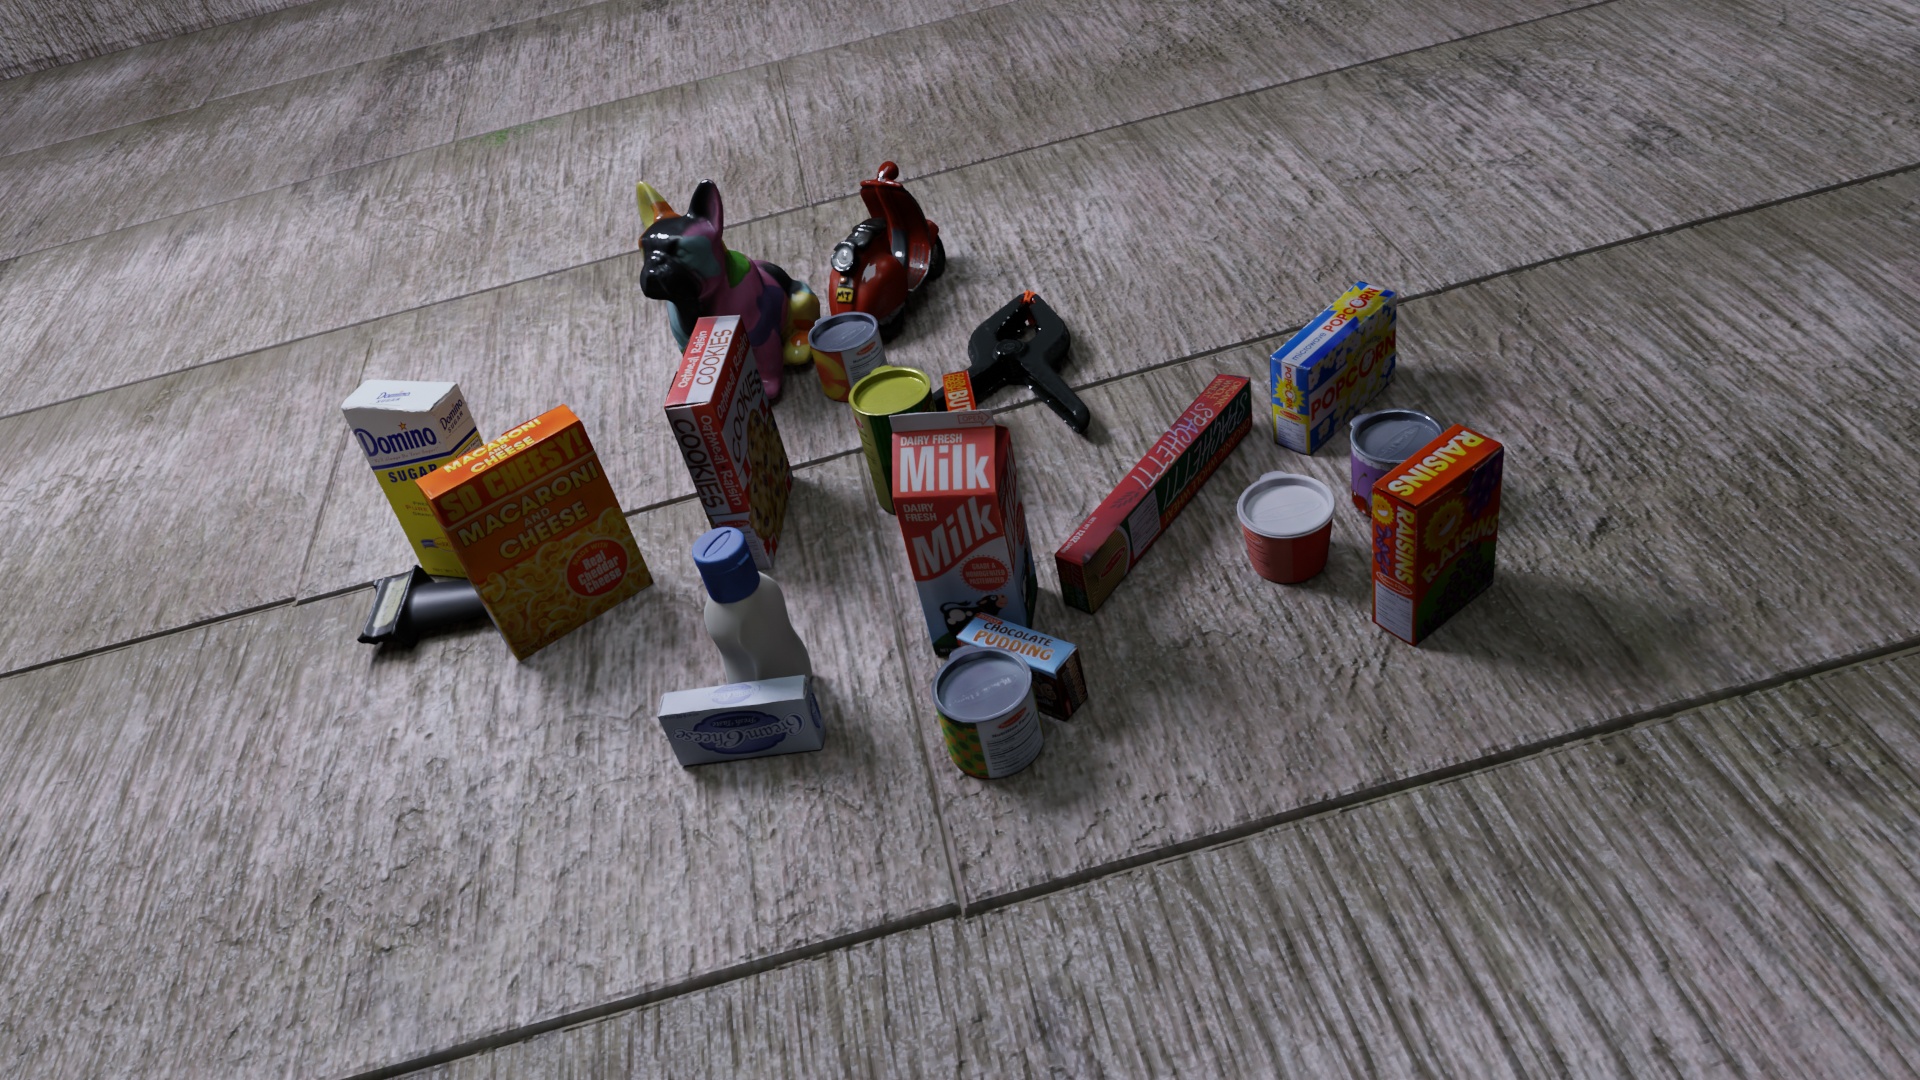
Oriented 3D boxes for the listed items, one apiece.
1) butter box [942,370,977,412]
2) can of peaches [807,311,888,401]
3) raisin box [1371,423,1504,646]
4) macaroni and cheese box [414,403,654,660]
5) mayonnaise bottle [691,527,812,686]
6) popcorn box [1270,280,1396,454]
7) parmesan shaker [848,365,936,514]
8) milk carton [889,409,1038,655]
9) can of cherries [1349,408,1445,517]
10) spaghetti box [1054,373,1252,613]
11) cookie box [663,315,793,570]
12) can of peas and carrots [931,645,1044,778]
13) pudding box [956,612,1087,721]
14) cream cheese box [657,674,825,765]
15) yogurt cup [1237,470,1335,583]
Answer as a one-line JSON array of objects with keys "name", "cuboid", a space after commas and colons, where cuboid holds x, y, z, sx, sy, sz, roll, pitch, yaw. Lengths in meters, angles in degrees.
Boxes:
[{"name": "butter box", "cuboid": [0.005, -0.094, 1.167, 0.024, 0.052, 0.104, -12, 39, 2]}, {"name": "can of peaches", "cuboid": [-0.104, -0.171, 1.287, 0.071, 0.057, 0.071, -8, 39, 7]}, {"name": "raisin box", "cuboid": [0.312, -0.003, 0.913, 0.086, 0.122, 0.040, -32, 42, -21]}, {"name": "macaroni and cheese box", "cuboid": [-0.323, -0.005, 1.067, 0.124, 0.165, 0.040, -33, 43, -22]}, {"name": "mayonnaise bottle", "cuboid": [-0.145, 0.057, 0.955, 0.041, 0.147, 0.065, 12, 46, 29]}, {"name": "popcorn box", "cuboid": [0.299, -0.138, 1.109, 0.038, 0.084, 0.127, 26, 53, 39]}, {"name": "parmesan shaker", "cuboid": [-0.047, -0.082, 1.128, 0.071, 0.102, 0.072, -8, 39, 7]}, {"name": "milk carton", "cuboid": [0.003, -0.012, 0.961, 0.072, 0.189, 0.074, -3, 40, 13]}, {"name": "can of cherries", "cuboid": [0.321, -0.056, 1.026, 0.071, 0.058, 0.072, -8, 39, 7]}, {"name": "spaghetti box", "cuboid": [0.154, -0.042, 1.064, 0.029, 0.050, 0.251, 19, 49, 34]}, {"name": "cookie box", "cuboid": [-0.182, -0.077, 1.111, 0.040, 0.166, 0.123, -6, 40, 9]}, {"name": "can of peas and carrots", "cuboid": [0.017, 0.112, 0.912, 0.071, 0.058, 0.071, -8, 39, 7]}, {"name": "pudding box", "cuboid": [0.042, 0.085, 0.945, 0.084, 0.049, 0.030, 18, 49, 33]}, {"name": "cream cheese box", "cuboid": [-0.149, 0.124, 0.950, 0.104, 0.053, 0.024, -8, 39, 7]}, {"name": "yogurt cup", "cuboid": [0.234, -0.006, 0.994, 0.072, 0.053, 0.073, -8, 39, 7]}]
